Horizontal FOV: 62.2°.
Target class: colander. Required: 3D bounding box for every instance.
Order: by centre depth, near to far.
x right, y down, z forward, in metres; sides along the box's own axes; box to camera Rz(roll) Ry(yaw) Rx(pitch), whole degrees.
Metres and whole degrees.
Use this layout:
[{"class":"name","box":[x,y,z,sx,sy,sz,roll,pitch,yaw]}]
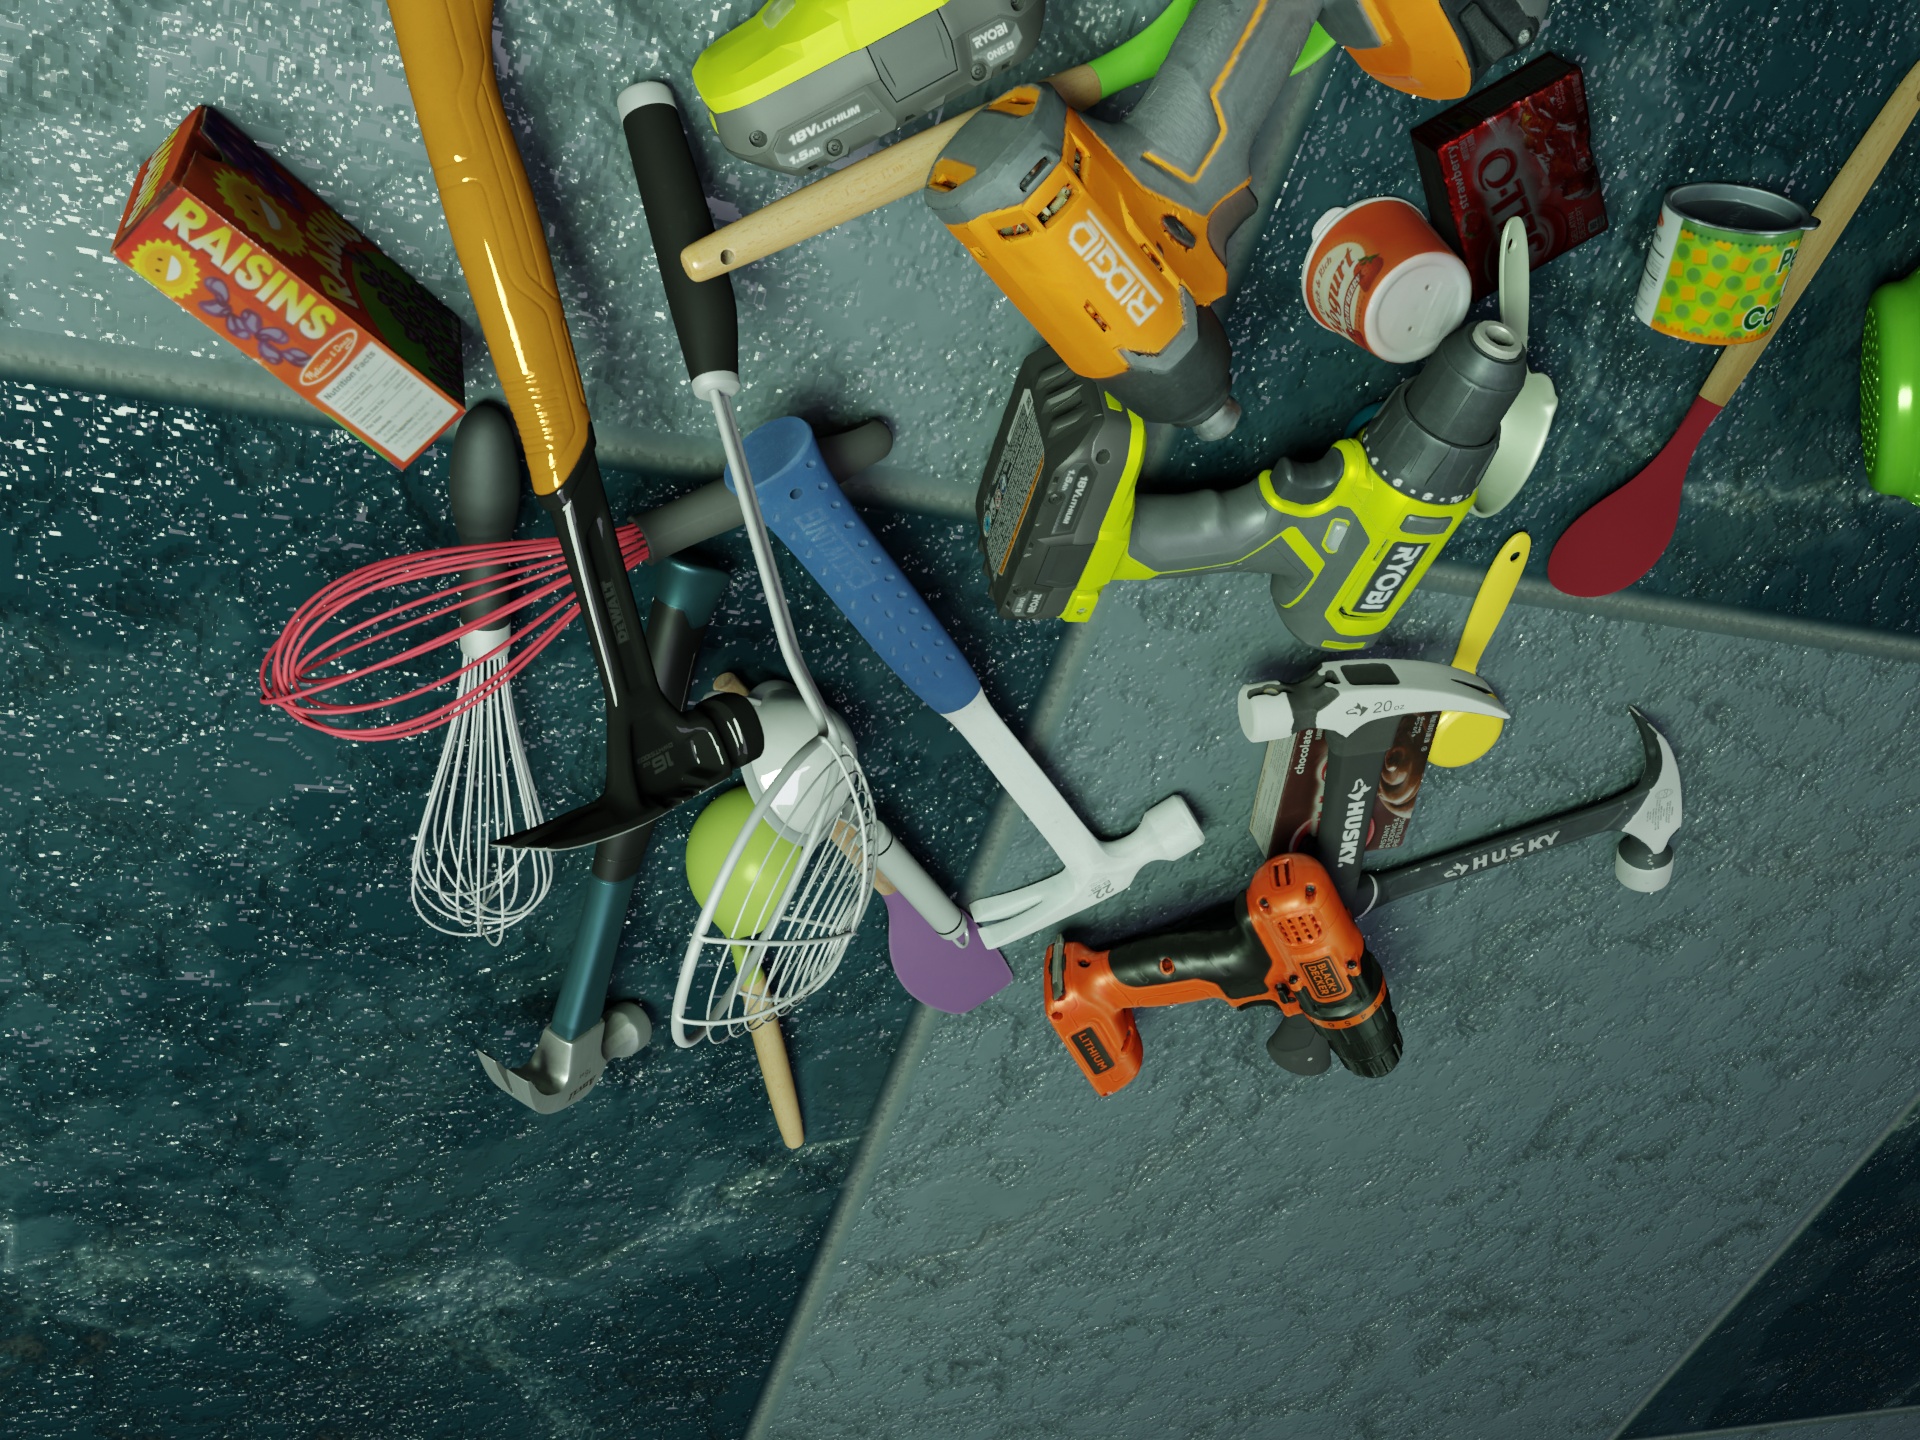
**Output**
[{"class":"colander","box":[0.509,-0.248,0.793,0.094,0.204,0.396,-1,117,24]}]

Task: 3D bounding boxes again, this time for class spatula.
[{"class":"spatula","box":[-0.053,0.080,0.898,0.060,0.018,0.315,-33,131,1]}]

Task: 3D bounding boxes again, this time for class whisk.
[{"class":"whisk","box":[-0.155,-0.069,0.685,0.296,0.073,0.073,-28,133,-21]},{"class":"whisk","box":[-0.222,-0.012,0.746,0.070,0.070,0.284,-1,121,-19]}]

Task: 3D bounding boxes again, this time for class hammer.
[{"class":"hammer","box":[-0.163,-0.119,0.601,0.127,0.034,0.336,-31,114,-48]},{"class":"hammer","box":[-0.171,0.063,0.806,0.033,0.128,0.331,27,115,16]},{"class":"hammer","box":[-0.001,-0.003,0.806,0.144,0.035,0.405,-31,139,7]},{"class":"hammer","box":[0.229,0.100,0.954,0.146,0.035,0.334,-8,131,-7]},{"class":"hammer","box":[0.278,0.104,1.024,0.409,0.036,0.149,-17,129,-6]}]

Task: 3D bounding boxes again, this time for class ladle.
[{"class":"ladle","box":[0.416,-0.194,0.848,0.069,0.031,0.315,10,121,-26]},{"class":"ladle","box":[-0.105,0.158,0.919,0.062,0.078,0.319,-19,138,-13]}]

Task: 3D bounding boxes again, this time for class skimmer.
[{"class":"skimmer","box":[-0.106,-0.063,0.609,0.090,0.363,0.127,-15,175,6]}]

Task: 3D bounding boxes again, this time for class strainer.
[{"class":"strainer","box":[-0.048,0.057,0.845,0.050,0.087,0.258,-11,141,23]}]

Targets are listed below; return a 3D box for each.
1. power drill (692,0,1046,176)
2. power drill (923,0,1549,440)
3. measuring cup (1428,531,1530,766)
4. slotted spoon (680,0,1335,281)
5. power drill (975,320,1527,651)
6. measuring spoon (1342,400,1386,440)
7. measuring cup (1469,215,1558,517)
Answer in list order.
[{"class":"power drill","box":[-0.075,-0.316,0.549,0.171,0.080,0.223,-27,127,2]},{"class":"power drill","box":[0.114,-0.226,0.615,0.226,0.084,0.164,-47,123,2]},{"class":"measuring cup","box":[0.305,-0.037,0.926,0.062,0.029,0.156,-3,129,-17]},{"class":"slotted spoon","box":[0.030,-0.244,0.626,0.314,0.031,0.070,-30,129,-15]},{"class":"power drill","box":[0.136,-0.113,0.747,0.228,0.080,0.190,1,143,-16]},{"class":"measuring spoon","box":[0.179,-0.126,0.826,0.128,0.021,0.042,-32,136,19]},{"class":"measuring cup","box":[0.255,-0.175,0.778,0.083,0.038,0.167,-42,140,-21]}]
